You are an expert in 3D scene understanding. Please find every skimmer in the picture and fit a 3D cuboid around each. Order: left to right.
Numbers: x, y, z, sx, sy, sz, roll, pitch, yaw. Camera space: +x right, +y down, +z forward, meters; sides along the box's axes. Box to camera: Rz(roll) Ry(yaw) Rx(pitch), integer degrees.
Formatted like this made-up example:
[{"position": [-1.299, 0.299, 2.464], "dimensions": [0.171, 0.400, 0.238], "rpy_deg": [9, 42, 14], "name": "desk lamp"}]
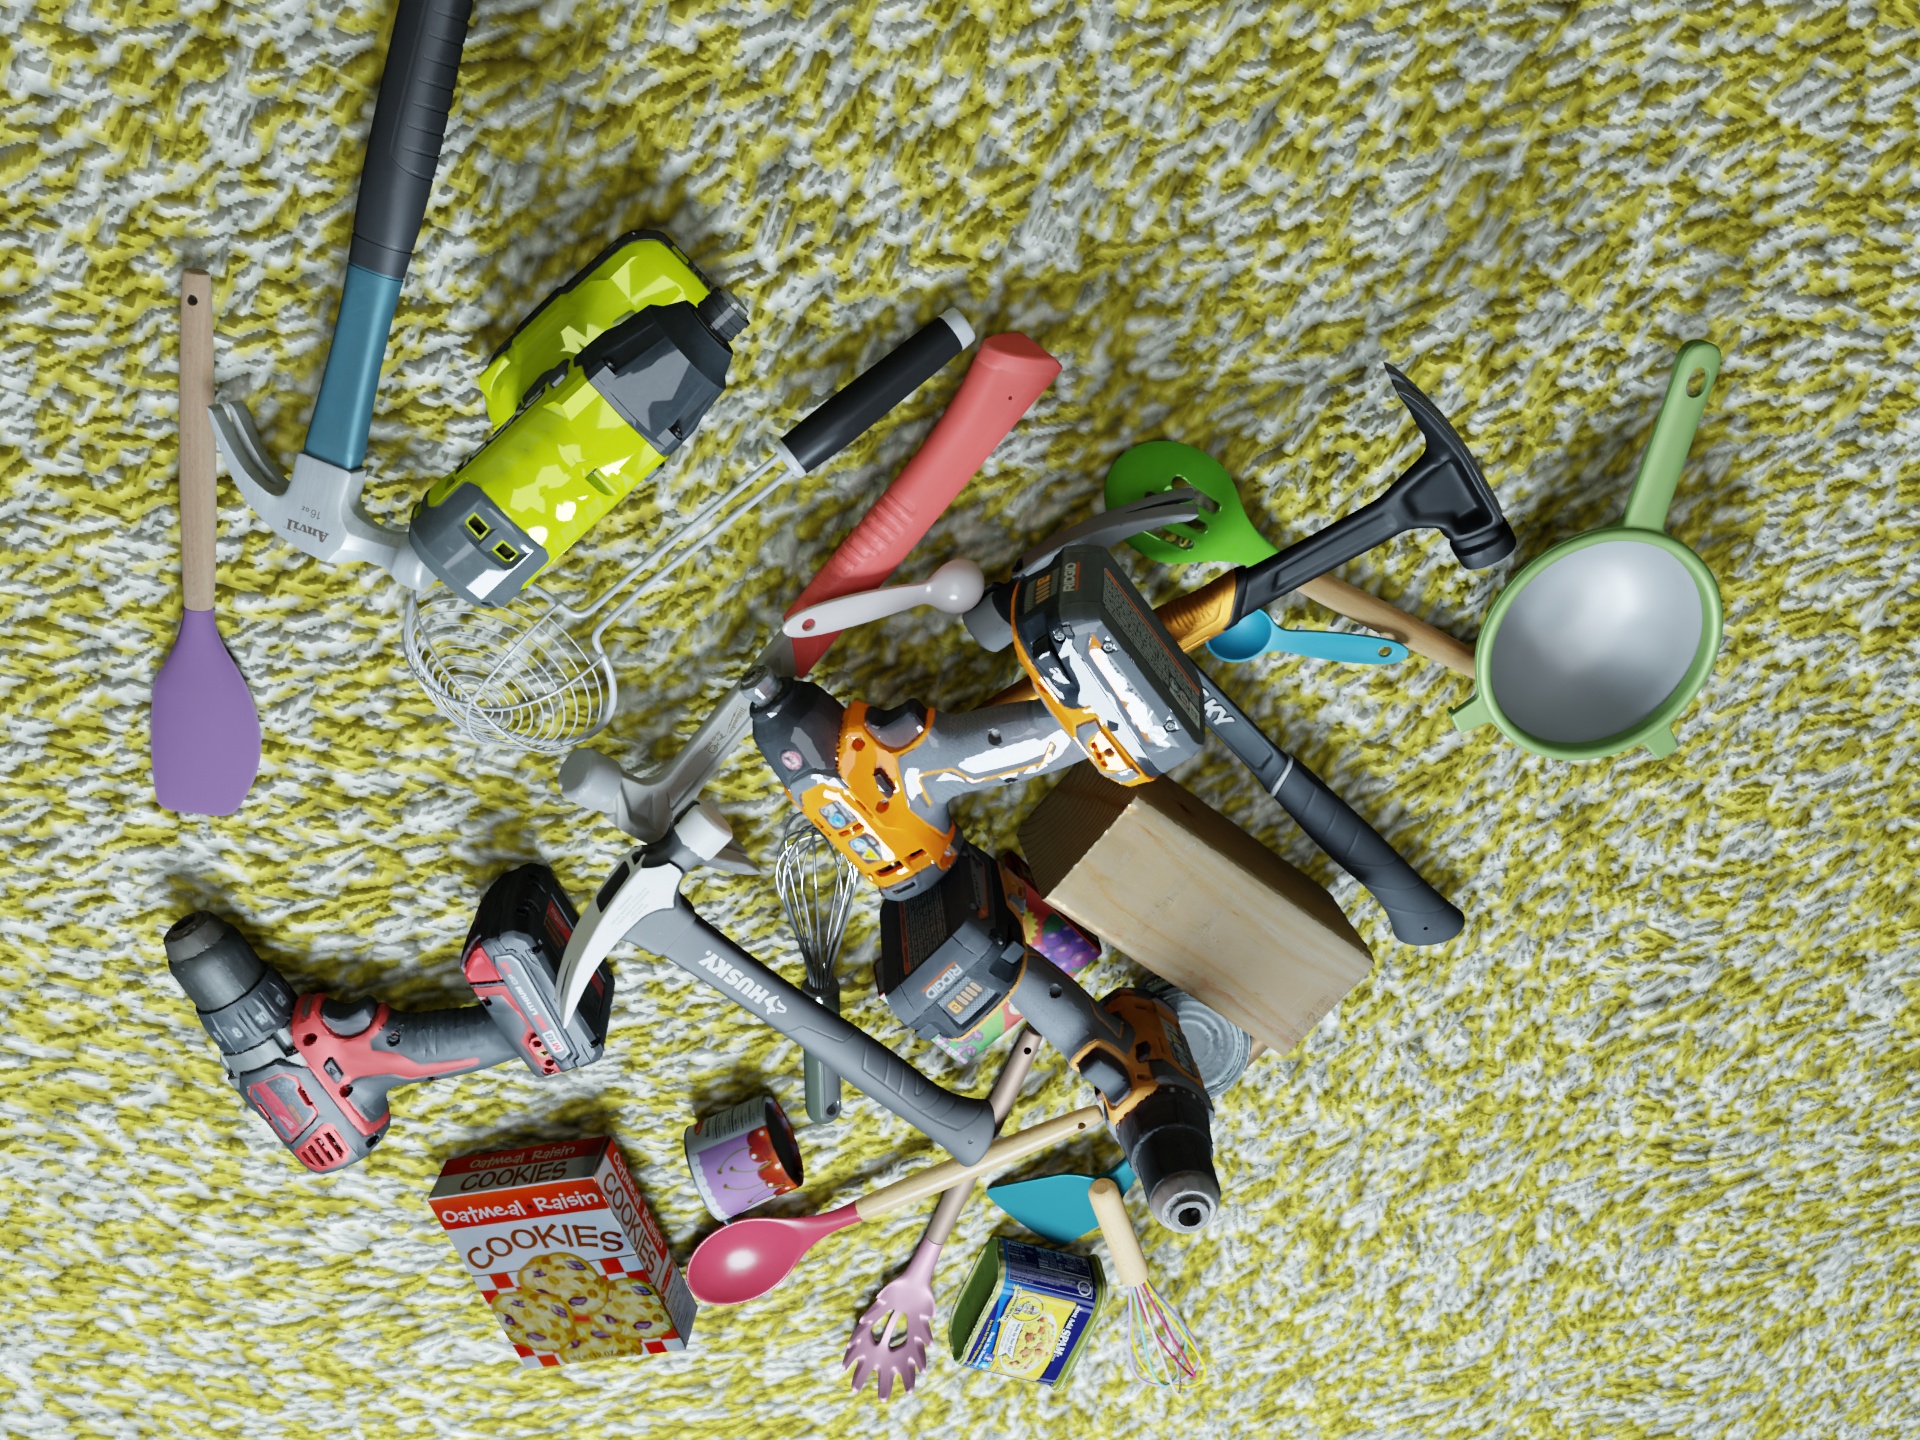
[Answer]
[{"position": [-0.149, -0.114, 0.885], "dimensions": [0.363, 0.090, 0.127], "rpy_deg": [-39, 115, -1], "name": "skimmer"}]

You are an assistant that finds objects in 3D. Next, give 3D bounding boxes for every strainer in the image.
[{"position": [0.385, -0.103, 0.948], "dimensions": [0.151, 0.069, 0.256], "rpy_deg": [7, 113, -10], "name": "strainer"}]

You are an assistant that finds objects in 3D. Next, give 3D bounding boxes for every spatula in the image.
[{"position": [-0.412, -0.085, 0.864], "dimensions": [0.059, 0.018, 0.315], "rpy_deg": [6, 115, -11], "name": "spatula"}, {"position": [0.157, 0.260, 1.113], "dimensions": [0.317, 0.044, 0.082], "rpy_deg": [-45, 113, 8], "name": "spatula"}]

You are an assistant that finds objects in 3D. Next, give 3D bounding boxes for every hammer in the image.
[{"position": [-0.286, -0.237, 0.792], "dimensions": [0.128, 0.033, 0.331], "rpy_deg": [20, 107, 0], "name": "hammer"}, {"position": [-0.095, 0.192, 0.977], "dimensions": [0.146, 0.035, 0.334], "rpy_deg": [-46, 122, 3], "name": "hammer"}, {"position": [-0.065, -0.066, 0.903], "dimensions": [0.359, 0.037, 0.149], "rpy_deg": [-49, 137, 9], "name": "hammer"}, {"position": [0.126, -0.061, 0.881], "dimensions": [0.337, 0.034, 0.127], "rpy_deg": [-29, 122, 21], "name": "hammer"}, {"position": [0.190, 0.018, 0.984], "dimensions": [0.149, 0.036, 0.408], "rpy_deg": [-35, 119, 25], "name": "hammer"}]

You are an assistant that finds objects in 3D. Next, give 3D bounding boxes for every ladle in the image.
[{"position": [-0.047, 0.327, 1.093], "dimensions": [0.315, 0.031, 0.069], "rpy_deg": [-25, 117, 10], "name": "ladle"}]

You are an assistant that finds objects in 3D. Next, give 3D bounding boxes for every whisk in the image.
[{"position": [-0.089, 0.163, 1.017], "dimensions": [0.058, 0.059, 0.246], "rpy_deg": [-32, 133, -44], "name": "whisk"}, {"position": [0.135, 0.413, 1.152], "dimensions": [0.051, 0.047, 0.244], "rpy_deg": [-40, 128, -28], "name": "whisk"}]

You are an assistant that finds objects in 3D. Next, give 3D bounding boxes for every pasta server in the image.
[{"position": [-0.008, 0.348, 1.120], "dimensions": [0.060, 0.040, 0.316], "rpy_deg": [22, 110, -5], "name": "pasta server"}]

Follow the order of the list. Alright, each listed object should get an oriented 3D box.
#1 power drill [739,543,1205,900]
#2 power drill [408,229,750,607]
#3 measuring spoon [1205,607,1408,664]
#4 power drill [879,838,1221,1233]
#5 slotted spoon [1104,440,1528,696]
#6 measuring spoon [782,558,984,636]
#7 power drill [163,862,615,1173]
[{"position": [-0.001, -0.003, 0.860], "dimensions": [0.226, 0.084, 0.164], "rpy_deg": [-27, 120, 26], "name": "power drill"}, {"position": [-0.168, -0.156, 0.752], "dimensions": [0.171, 0.223, 0.080], "rpy_deg": [-39, 115, 11], "name": "power drill"}, {"position": [0.210, -0.052, 0.968], "dimensions": [0.128, 0.021, 0.042], "rpy_deg": [7, 128, -8], "name": "measuring spoon"}, {"position": [0.061, 0.188, 0.930], "dimensions": [0.226, 0.185, 0.084], "rpy_deg": [39, 106, -20], "name": "power drill"}, {"position": [0.224, -0.080, 0.959], "dimensions": [0.313, 0.031, 0.070], "rpy_deg": [24, 115, -20], "name": "slotted spoon"}, {"position": [-0.039, -0.062, 0.884], "dimensions": [0.124, 0.018, 0.034], "rpy_deg": [-16, 133, -23], "name": "measuring spoon"}, {"position": [-0.346, 0.166, 0.964], "dimensions": [0.226, 0.080, 0.187], "rpy_deg": [-21, 116, 5], "name": "power drill"}]
